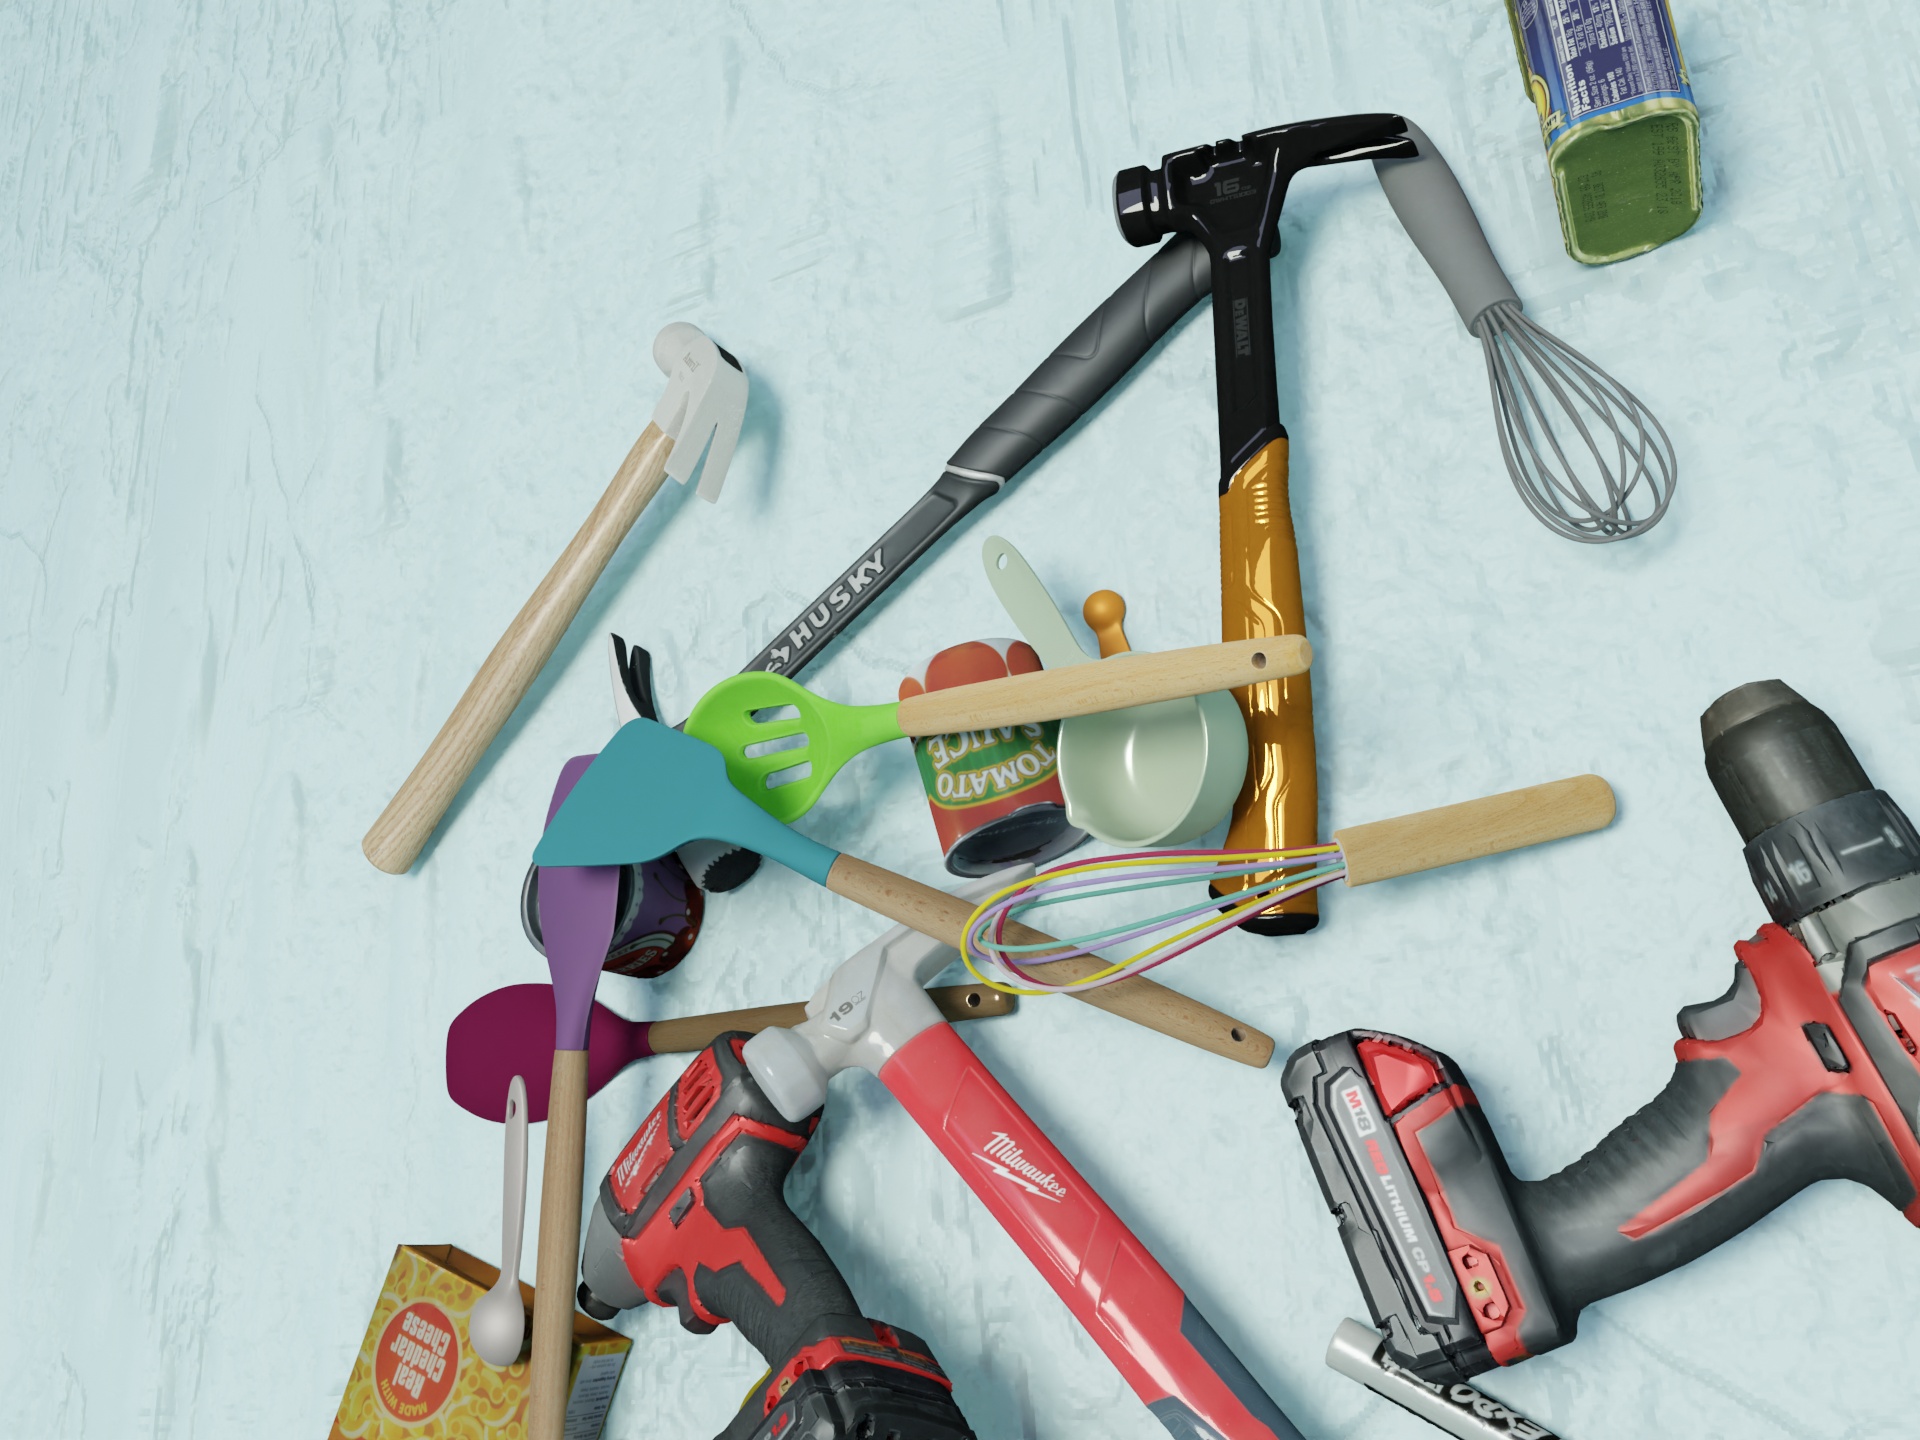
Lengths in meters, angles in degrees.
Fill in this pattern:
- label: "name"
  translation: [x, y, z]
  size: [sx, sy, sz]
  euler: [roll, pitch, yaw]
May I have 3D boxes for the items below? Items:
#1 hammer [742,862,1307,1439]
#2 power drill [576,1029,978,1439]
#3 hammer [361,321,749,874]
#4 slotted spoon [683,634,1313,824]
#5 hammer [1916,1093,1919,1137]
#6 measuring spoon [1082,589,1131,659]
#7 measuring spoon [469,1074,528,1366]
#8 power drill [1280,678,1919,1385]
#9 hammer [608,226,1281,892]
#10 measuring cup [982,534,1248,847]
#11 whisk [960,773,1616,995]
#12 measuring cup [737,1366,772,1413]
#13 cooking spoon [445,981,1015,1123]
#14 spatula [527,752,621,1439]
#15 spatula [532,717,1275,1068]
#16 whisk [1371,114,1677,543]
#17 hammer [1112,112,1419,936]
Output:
- label: "hammer"
  translation: [0.085, 0.214, 0.565]
  size: [0.143, 0.038, 0.387]
  euler: [-34, 58, -18]
- label: "power drill"
  translation: [-0.090, 0.239, 0.628]
  size: [0.143, 0.078, 0.220]
  euler: [-52, 35, 9]
- label: "hammer"
  translation: [-0.215, -0.055, 0.833]
  size: [0.331, 0.031, 0.130]
  euler: [-54, 33, 8]
- label: "slotted spoon"
  translation: [-0.001, -0.002, 0.632]
  size: [0.314, 0.031, 0.070]
  euler: [-10, 92, 41]
- label: "hammer"
  translation: [0.291, 0.277, 0.396]
  size: [0.149, 0.036, 0.359]
  euler: [-164, 80, -64]
- label: "measuring spoon"
  translation: [0.072, -0.006, 0.688]
  size: [0.021, 0.011, 0.117]
  euler: [-21, 65, 21]
- label: "measuring spoon"
  translation: [-0.204, 0.220, 0.702]
  size: [0.034, 0.018, 0.124]
  euler: [-12, 74, 50]
- label: "power drill"
  translation: [0.227, 0.105, 0.532]
  size: [0.226, 0.080, 0.188]
  euler: [-26, 64, 16]
- label: "hammer"
  translation: [-0.010, -0.104, 0.753]
  size: [0.409, 0.036, 0.149]
  euler: [-43, 58, 9]
- label: "measuring cup"
  translation: [0.058, -0.019, 0.648]
  size: [0.083, 0.038, 0.168]
  euler: [-54, 48, 28]
- label: "whisk"
  translation: [0.120, 0.059, 0.589]
  size: [0.245, 0.051, 0.047]
  euler: [-13, 90, 1]
- label: "measuring cup"
  translation: [-0.101, 0.319, 0.675]
  size: [0.156, 0.029, 0.062]
  euler: [-32, 53, 30]
- label: "cooking spoon"
  translation: [-0.121, 0.145, 0.739]
  size: [0.319, 0.017, 0.069]
  euler: [-11, 74, 25]
- label: "spatula"
  translation: [-0.174, 0.171, 0.700]
  size: [0.060, 0.018, 0.316]
  euler: [-8, 77, 39]
- label: "spatula"
  translation: [-0.026, 0.074, 0.643]
  size: [0.317, 0.044, 0.082]
  euler: [22, 59, 14]
- label: "whisk"
  translation: [0.218, -0.166, 0.642]
  size: [0.055, 0.055, 0.239]
  euler: [-28, 59, 18]
- label: "hammer"
  translation: [0.129, -0.082, 0.649]
  size: [0.127, 0.034, 0.337]
  euler: [-6, 78, 26]
